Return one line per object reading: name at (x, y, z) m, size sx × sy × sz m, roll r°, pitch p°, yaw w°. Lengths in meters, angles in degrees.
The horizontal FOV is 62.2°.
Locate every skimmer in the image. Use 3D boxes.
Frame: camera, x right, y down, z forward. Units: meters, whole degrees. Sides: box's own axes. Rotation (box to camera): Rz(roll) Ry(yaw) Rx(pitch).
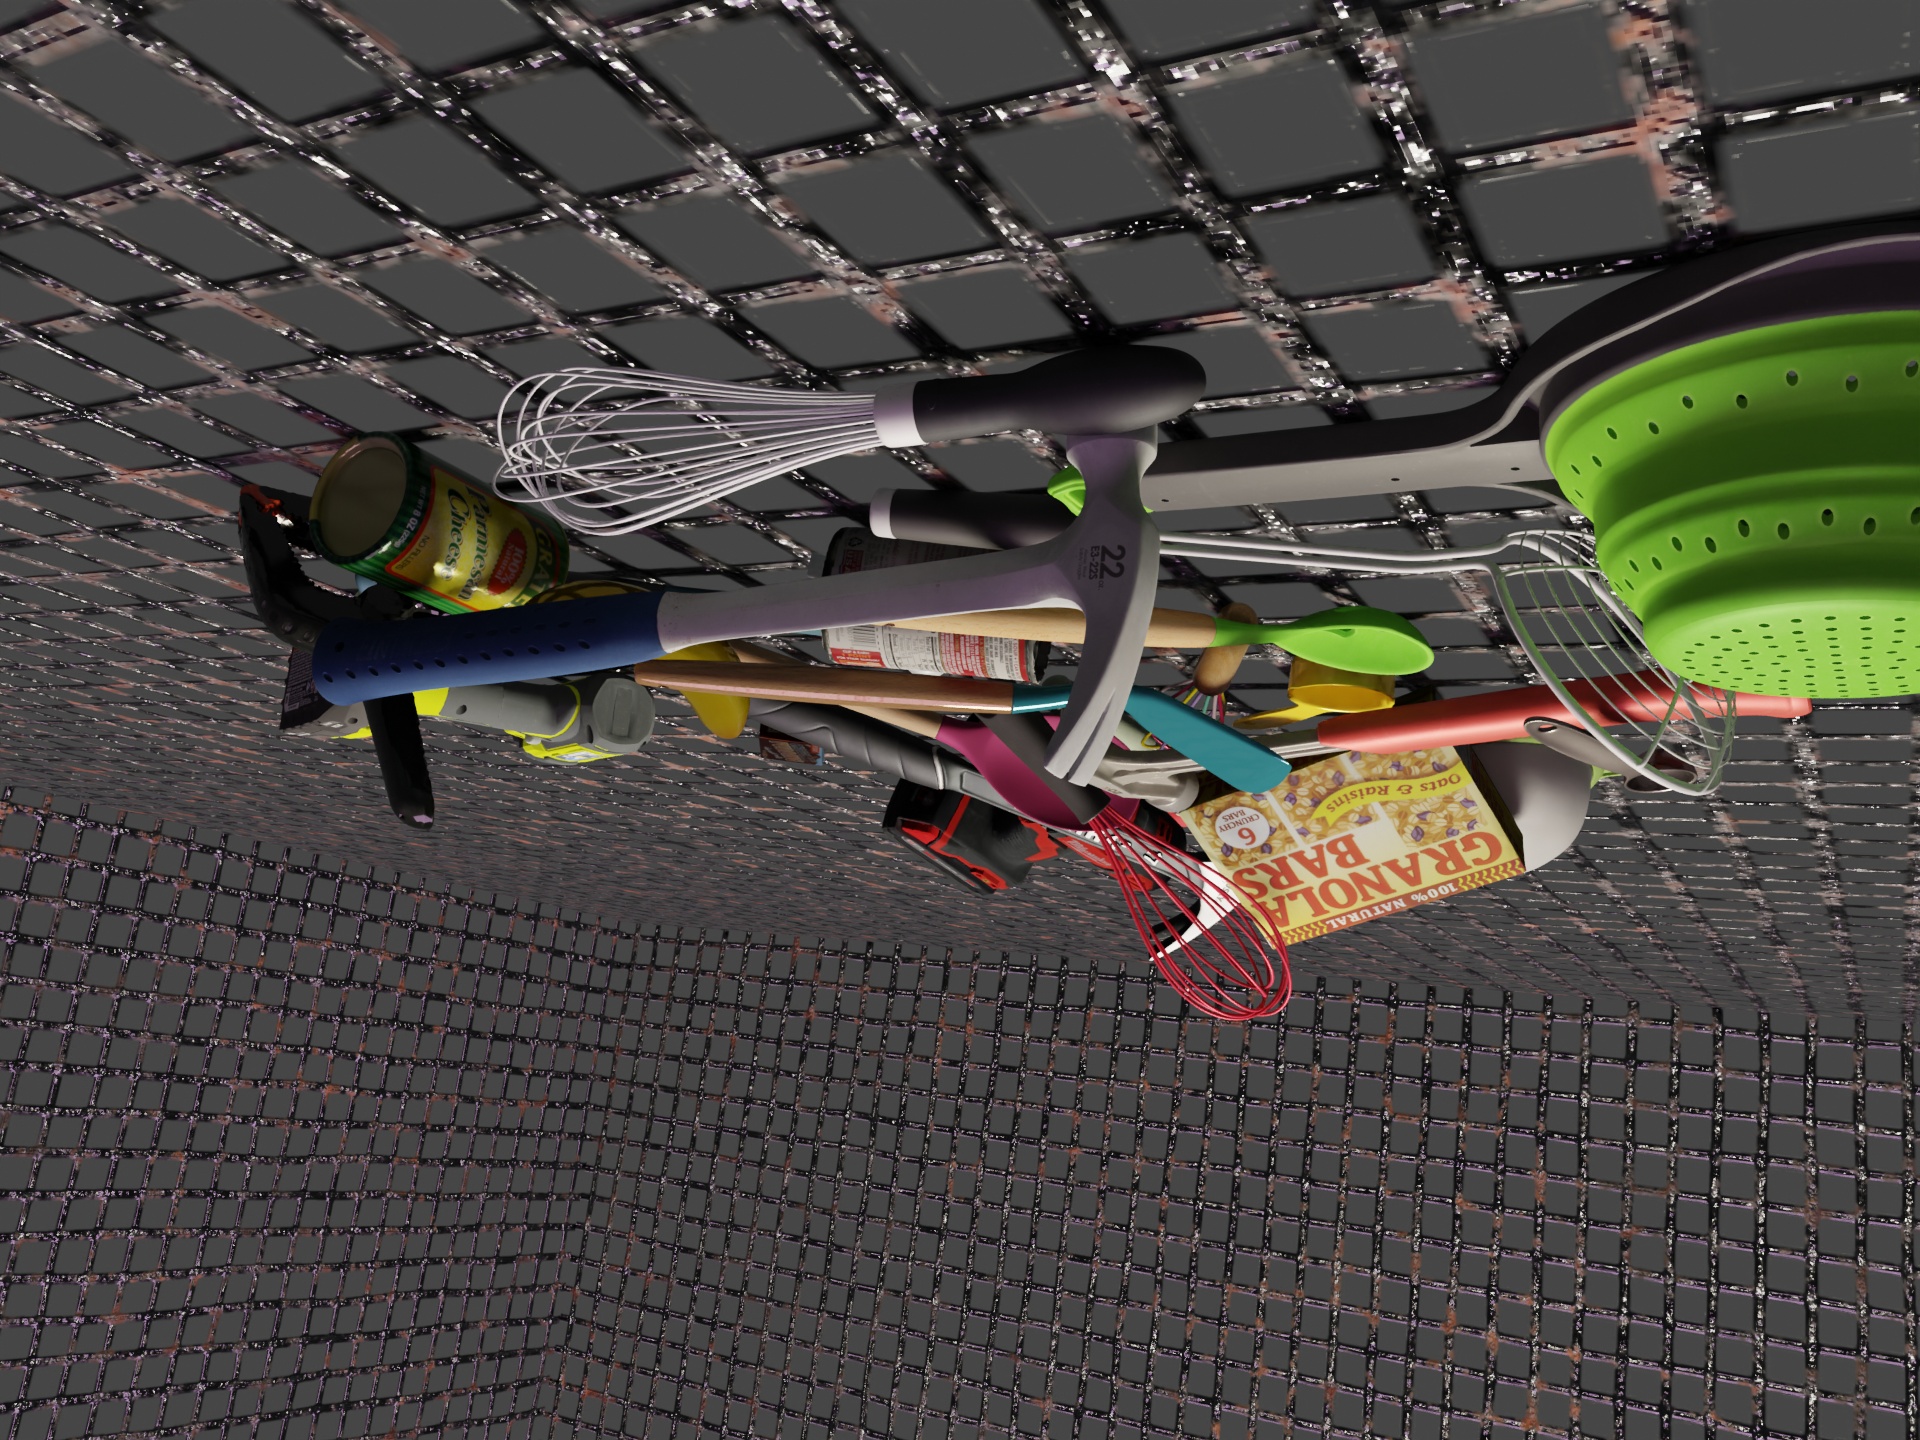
skimmer at (0.136, -0.044, 0.674) m, size 0.363 × 0.127 × 0.090 m, roll 8°, pitch 124°, yaw 16°

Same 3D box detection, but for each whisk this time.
whisk at (-0.051, -0.108, 0.585) m, size 0.284 × 0.070 × 0.070 m, roll -2°, pitch 165°, yaw 21°
whisk at (0.123, 0.019, 1.069) m, size 0.059 × 0.058 × 0.246 m, roll -37°, pitch 143°, yaw 20°
whisk at (0.138, -0.015, 0.913) m, size 0.047 × 0.051 × 0.244 m, roll 12°, pitch 165°, yaw 4°
whisk at (0.094, 0.069, 0.959) m, size 0.296 × 0.073 × 0.073 m, roll 48°, pitch 160°, yaw -4°

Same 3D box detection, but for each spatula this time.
spatula at (-0.001, -0.002, 0.776) m, size 0.317 × 0.044 × 0.082 m, roll 4°, pitch 168°, yaw -1°

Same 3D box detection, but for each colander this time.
colander at (0.206, -0.062, 0.543) m, size 0.397 × 0.094 × 0.204 m, roll -1°, pitch 165°, yaw 31°

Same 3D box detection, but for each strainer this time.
strainer at (0.306, 0.082, 1.044) m, size 0.151 × 0.069 × 0.256 m, roll 13°, pitch 150°, yaw -24°

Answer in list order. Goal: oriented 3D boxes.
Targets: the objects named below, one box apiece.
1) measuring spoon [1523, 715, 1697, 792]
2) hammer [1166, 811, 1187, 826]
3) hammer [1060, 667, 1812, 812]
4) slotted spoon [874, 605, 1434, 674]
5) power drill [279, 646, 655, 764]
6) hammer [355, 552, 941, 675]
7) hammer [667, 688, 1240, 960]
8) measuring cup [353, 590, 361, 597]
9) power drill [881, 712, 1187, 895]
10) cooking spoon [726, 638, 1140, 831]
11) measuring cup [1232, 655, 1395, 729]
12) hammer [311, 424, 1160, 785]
measuring spoon at (0.315, 0.011, 0.775) m, size 0.124 × 0.018 × 0.034 m, roll 19°, pitch 152°, yaw -32°
hammer at (0.214, 0.071, 1.257) m, size 0.143 × 0.038 × 0.386 m, roll 13°, pitch 166°, yaw -29°
hammer at (0.235, 0.001, 0.820) m, size 0.359 × 0.037 × 0.149 m, roll -9°, pitch 162°, yaw 28°
slotted spoon at (0.094, -0.043, 0.728) m, size 0.313 × 0.031 × 0.070 m, roll 2°, pitch 172°, yaw -30°
power drill at (-0.354, -0.012, 1.133) m, size 0.223 × 0.080 × 0.171 m, roll 13°, pitch 166°, yaw -37°
hammer at (-0.175, -0.065, 0.886) m, size 0.331 × 0.033 × 0.128 m, roll 5°, pitch 168°, yaw 9°
hammer at (0.003, 0.041, 1.035) m, size 0.409 × 0.036 × 0.149 m, roll 22°, pitch 128°, yaw -7°
measuring cup at (-0.299, -0.056, 0.992) m, size 0.167 × 0.038 × 0.083 m, roll 5°, pitch 167°, yaw 1°
power drill at (0.033, 0.058, 1.159) m, size 0.187 × 0.080 × 0.227 m, roll 36°, pitch 157°, yaw -25°
cooking spoon at (-0.037, -0.005, 0.977) m, size 0.319 × 0.069 × 0.017 m, roll 20°, pitch -174°, yaw -6°
measuring cup at (0.194, -0.017, 0.908) m, size 0.062 × 0.029 × 0.156 m, roll 10°, pitch 169°, yaw -14°
hammer at (-0.112, -0.036, 0.653) m, size 0.405 × 0.144 × 0.035 m, roll -5°, pitch 164°, yaw 27°
